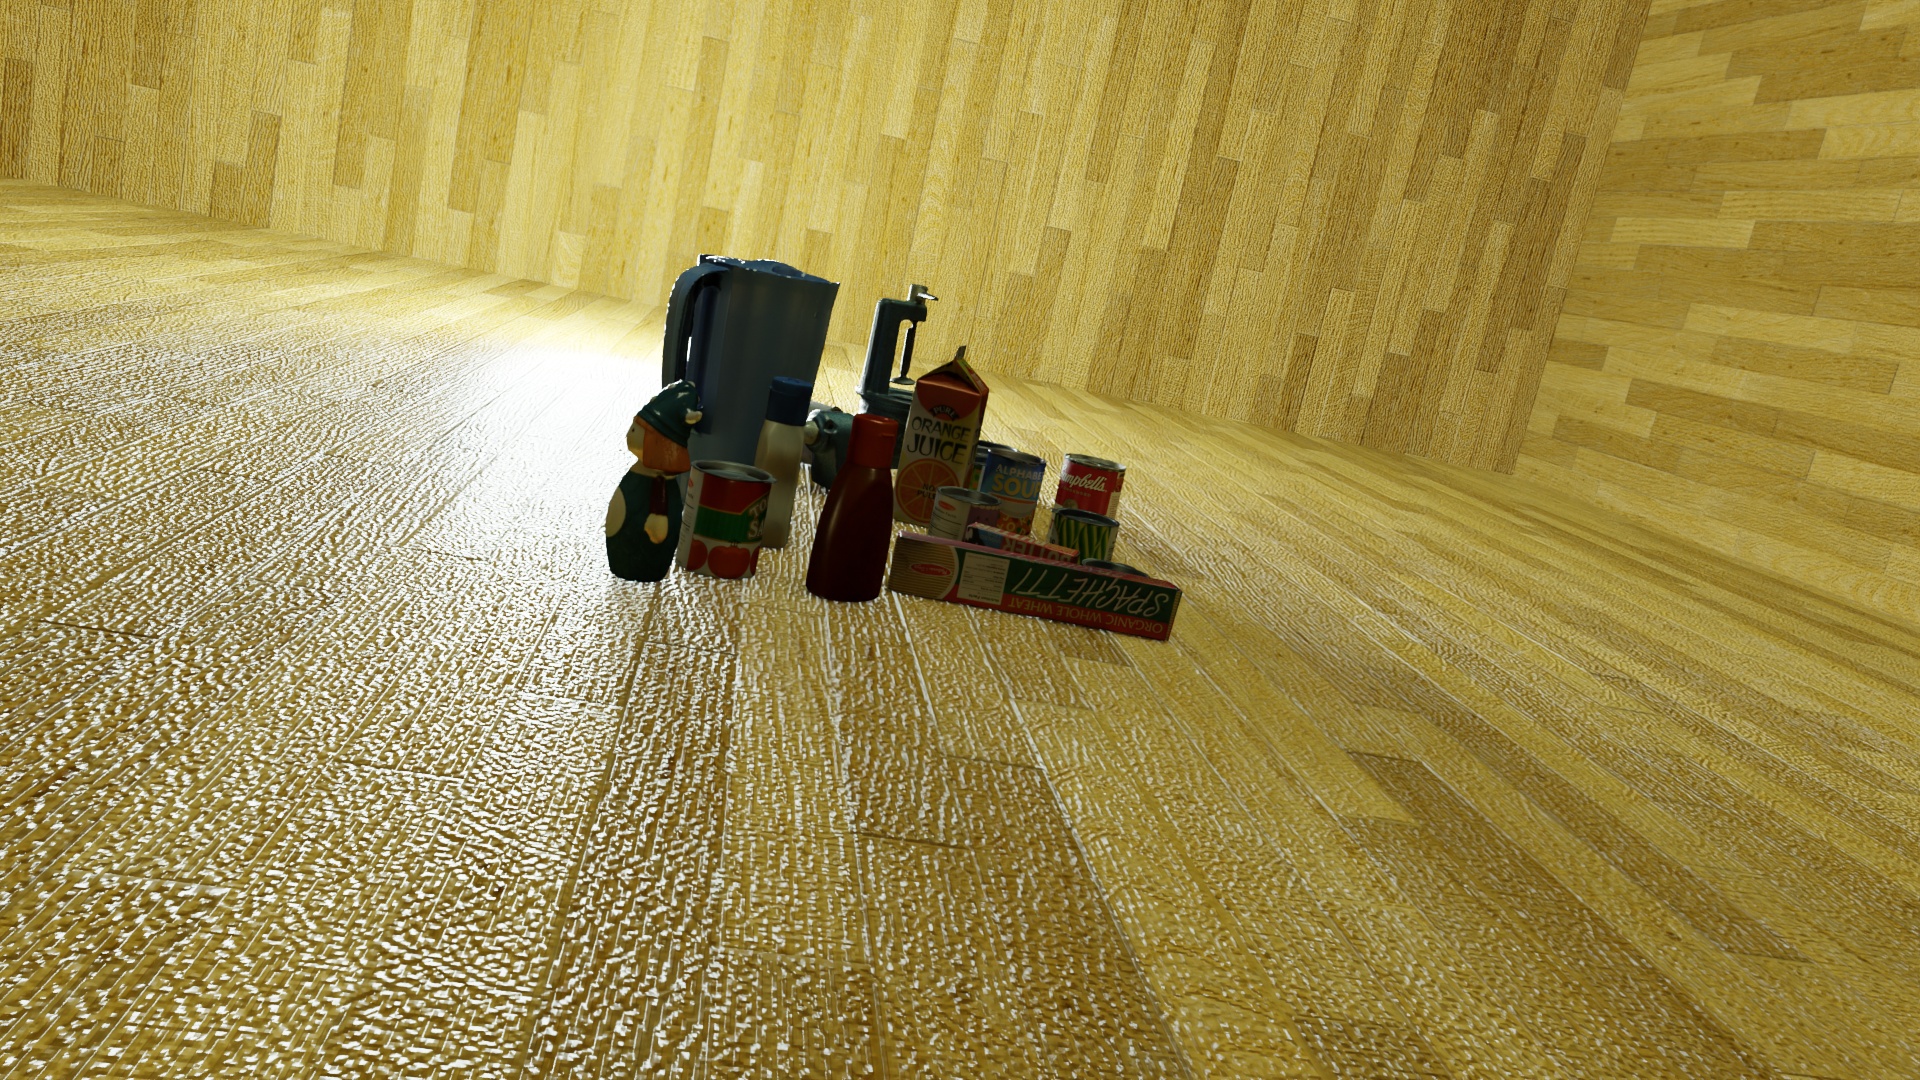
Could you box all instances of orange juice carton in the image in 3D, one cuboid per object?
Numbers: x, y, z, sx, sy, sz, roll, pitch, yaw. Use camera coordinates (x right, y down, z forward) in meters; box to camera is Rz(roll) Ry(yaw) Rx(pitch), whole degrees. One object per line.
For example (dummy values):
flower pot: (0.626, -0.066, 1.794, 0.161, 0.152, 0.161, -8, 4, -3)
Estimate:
orange juice carton: (-0.018, -0.112, 1.468, 0.073, 0.192, 0.072, 13, 11, 6)

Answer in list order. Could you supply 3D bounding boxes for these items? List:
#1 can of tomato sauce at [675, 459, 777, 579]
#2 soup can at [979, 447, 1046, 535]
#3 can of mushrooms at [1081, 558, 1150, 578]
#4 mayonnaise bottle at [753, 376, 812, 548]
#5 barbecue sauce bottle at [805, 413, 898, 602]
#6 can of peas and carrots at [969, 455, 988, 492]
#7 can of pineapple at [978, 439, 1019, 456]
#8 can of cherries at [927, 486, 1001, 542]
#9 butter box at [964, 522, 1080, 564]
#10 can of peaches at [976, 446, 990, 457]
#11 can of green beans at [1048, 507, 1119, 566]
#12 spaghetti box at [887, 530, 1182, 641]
can of tomato sauce: (-0.189, -0.017, 1.122, 0.071, 0.083, 0.071, 12, 12, -2)
soup can: (0.055, -0.053, 1.533, 0.071, 0.083, 0.071, 12, 12, -2)
can of mushrooms: (0.143, 0.042, 1.299, 0.071, 0.033, 0.071, 12, 12, -2)
mayonnaise bottle: (-0.162, -0.070, 1.239, 0.041, 0.147, 0.065, 9, 12, -16)
barbecue sauce bottle: (-0.081, -0.026, 1.115, 0.065, 0.148, 0.044, 1, 16, -43)
can of peas and carrots: (0.032, -0.064, 1.618, 0.071, 0.058, 0.071, 12, 12, -2)
can of pineapple: (0.037, -0.092, 1.757, 0.071, 0.057, 0.071, 12, 12, -2)
can of cherries: (0.005, -0.017, 1.376, 0.071, 0.058, 0.071, 12, 12, -2)
butter box: (0.052, 0.023, 1.252, 0.103, 0.053, 0.024, 15, 12, 15)
can of peaches: (0.033, -0.079, 1.690, 0.071, 0.058, 0.071, 12, 12, -2)
can of green beans: (0.122, 0.003, 1.399, 0.071, 0.057, 0.071, 12, 12, -2)
spaghetti box: (0.063, 0.040, 1.192, 0.250, 0.050, 0.029, 11, 12, -7)
